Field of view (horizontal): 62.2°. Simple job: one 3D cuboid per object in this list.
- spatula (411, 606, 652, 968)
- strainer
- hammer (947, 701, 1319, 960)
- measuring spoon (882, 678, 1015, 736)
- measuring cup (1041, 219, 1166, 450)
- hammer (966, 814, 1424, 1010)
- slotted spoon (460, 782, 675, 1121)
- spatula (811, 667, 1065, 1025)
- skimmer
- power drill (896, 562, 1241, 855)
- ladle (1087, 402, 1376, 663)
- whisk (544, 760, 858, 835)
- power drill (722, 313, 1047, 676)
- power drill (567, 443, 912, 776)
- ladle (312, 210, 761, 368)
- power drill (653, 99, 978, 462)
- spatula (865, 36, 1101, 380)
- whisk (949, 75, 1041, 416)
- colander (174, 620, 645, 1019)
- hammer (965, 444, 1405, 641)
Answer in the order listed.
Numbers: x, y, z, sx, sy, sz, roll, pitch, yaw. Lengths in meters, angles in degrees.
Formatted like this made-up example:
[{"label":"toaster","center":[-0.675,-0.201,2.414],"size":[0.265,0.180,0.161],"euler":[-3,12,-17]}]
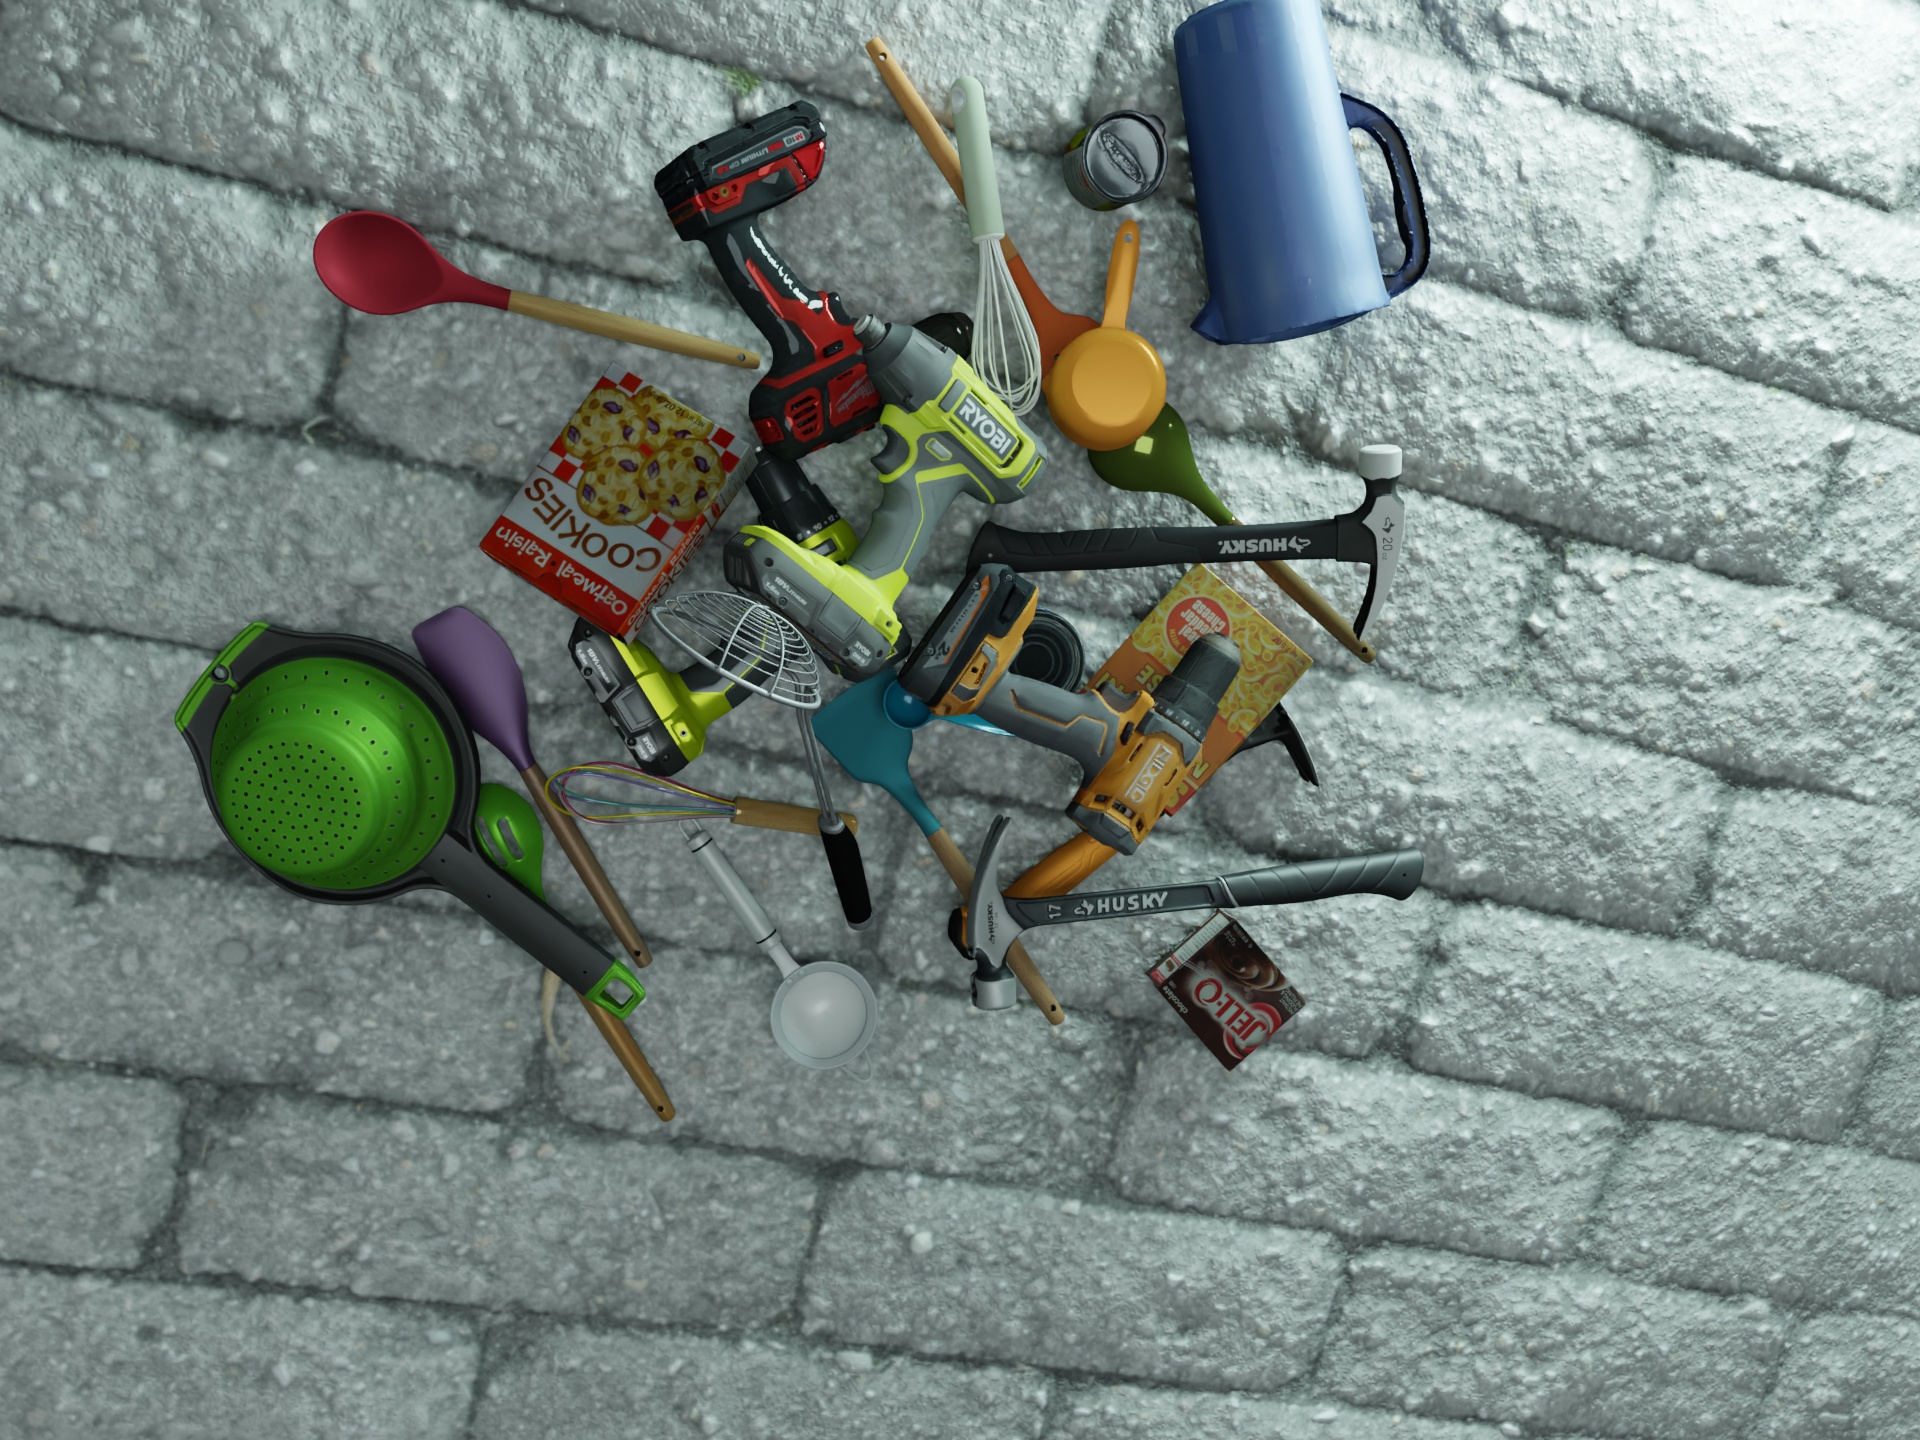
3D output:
[{"label":"spatula","center":[-0.316,0.056,1.217],"size":[0.060,0.018,0.315],"euler":[-27,104,-3]},{"label":"strainer","center":[-0.147,0.180,1.268],"size":[0.087,0.050,0.258],"euler":[-35,100,-10]},{"label":"hammer","center":[0.136,0.093,1.314],"size":[0.337,0.034,0.127],"euler":[-36,105,-3]},{"label":"measuring spoon","center":[-0.002,-0.004,1.248],"size":[0.128,0.021,0.042],"euler":[12,79,-17]},{"label":"measuring cup","center":[0.115,-0.289,1.178],"size":[0.095,0.052,0.173],"euler":[8,94,-2]},{"label":"hammer","center":[0.198,0.136,1.294],"size":[0.408,0.036,0.149],"euler":[-4,94,-19]},{"label":"slotted spoon","center":[-0.303,0.189,1.242],"size":[0.070,0.031,0.313],"euler":[-25,107,6]},{"label":"spatula","center":[-0.006,0.110,1.262],"size":[0.082,0.044,0.317],"euler":[-35,93,-17]},{"label":"skimmer","center":[-0.130,0.049,1.154],"size":[0.090,0.127,0.362],"euler":[-34,138,-22]},{"label":"power drill","center":[0.089,-0.031,1.206],"size":[0.226,0.084,0.185],"euler":[35,87,-7]},{"label":"ladle","center":[0.227,-0.147,1.289],"size":[0.320,0.062,0.078],"euler":[38,91,-23]},{"label":"whisk","center":[-0.198,0.068,1.232],"size":[0.244,0.051,0.047],"euler":[10,99,-21]},{"label":"power drill","center":[-0.059,-0.160,1.127],"size":[0.171,0.080,0.223],"euler":[40,81,-29]},{"label":"power drill","center":[-0.174,-0.081,1.192],"size":[0.228,0.080,0.190],"euler":[-31,101,-7]},{"label":"ladle","center":[-0.298,-0.298,1.147],"size":[0.315,0.031,0.069],"euler":[11,101,-16]},{"label":"power drill","center":[-0.099,-0.322,1.152],"size":[0.188,0.080,0.226],"euler":[-32,108,-22]},{"label":"spatula","center":[0.027,-0.369,1.195],"size":[0.081,0.041,0.322],"euler":[-36,105,-2]},{"label":"whisk","center":[0.023,-0.347,1.169],"size":[0.059,0.058,0.246],"euler":[-15,99,-39]},{"label":"colander","center":[-0.393,0.098,1.143],"size":[0.397,0.094,0.204],"euler":[41,99,-10]},{"label":"hammer","center":[0.170,-0.130,1.228],"size":[0.335,0.035,0.146],"euler":[-2,108,6]}]
